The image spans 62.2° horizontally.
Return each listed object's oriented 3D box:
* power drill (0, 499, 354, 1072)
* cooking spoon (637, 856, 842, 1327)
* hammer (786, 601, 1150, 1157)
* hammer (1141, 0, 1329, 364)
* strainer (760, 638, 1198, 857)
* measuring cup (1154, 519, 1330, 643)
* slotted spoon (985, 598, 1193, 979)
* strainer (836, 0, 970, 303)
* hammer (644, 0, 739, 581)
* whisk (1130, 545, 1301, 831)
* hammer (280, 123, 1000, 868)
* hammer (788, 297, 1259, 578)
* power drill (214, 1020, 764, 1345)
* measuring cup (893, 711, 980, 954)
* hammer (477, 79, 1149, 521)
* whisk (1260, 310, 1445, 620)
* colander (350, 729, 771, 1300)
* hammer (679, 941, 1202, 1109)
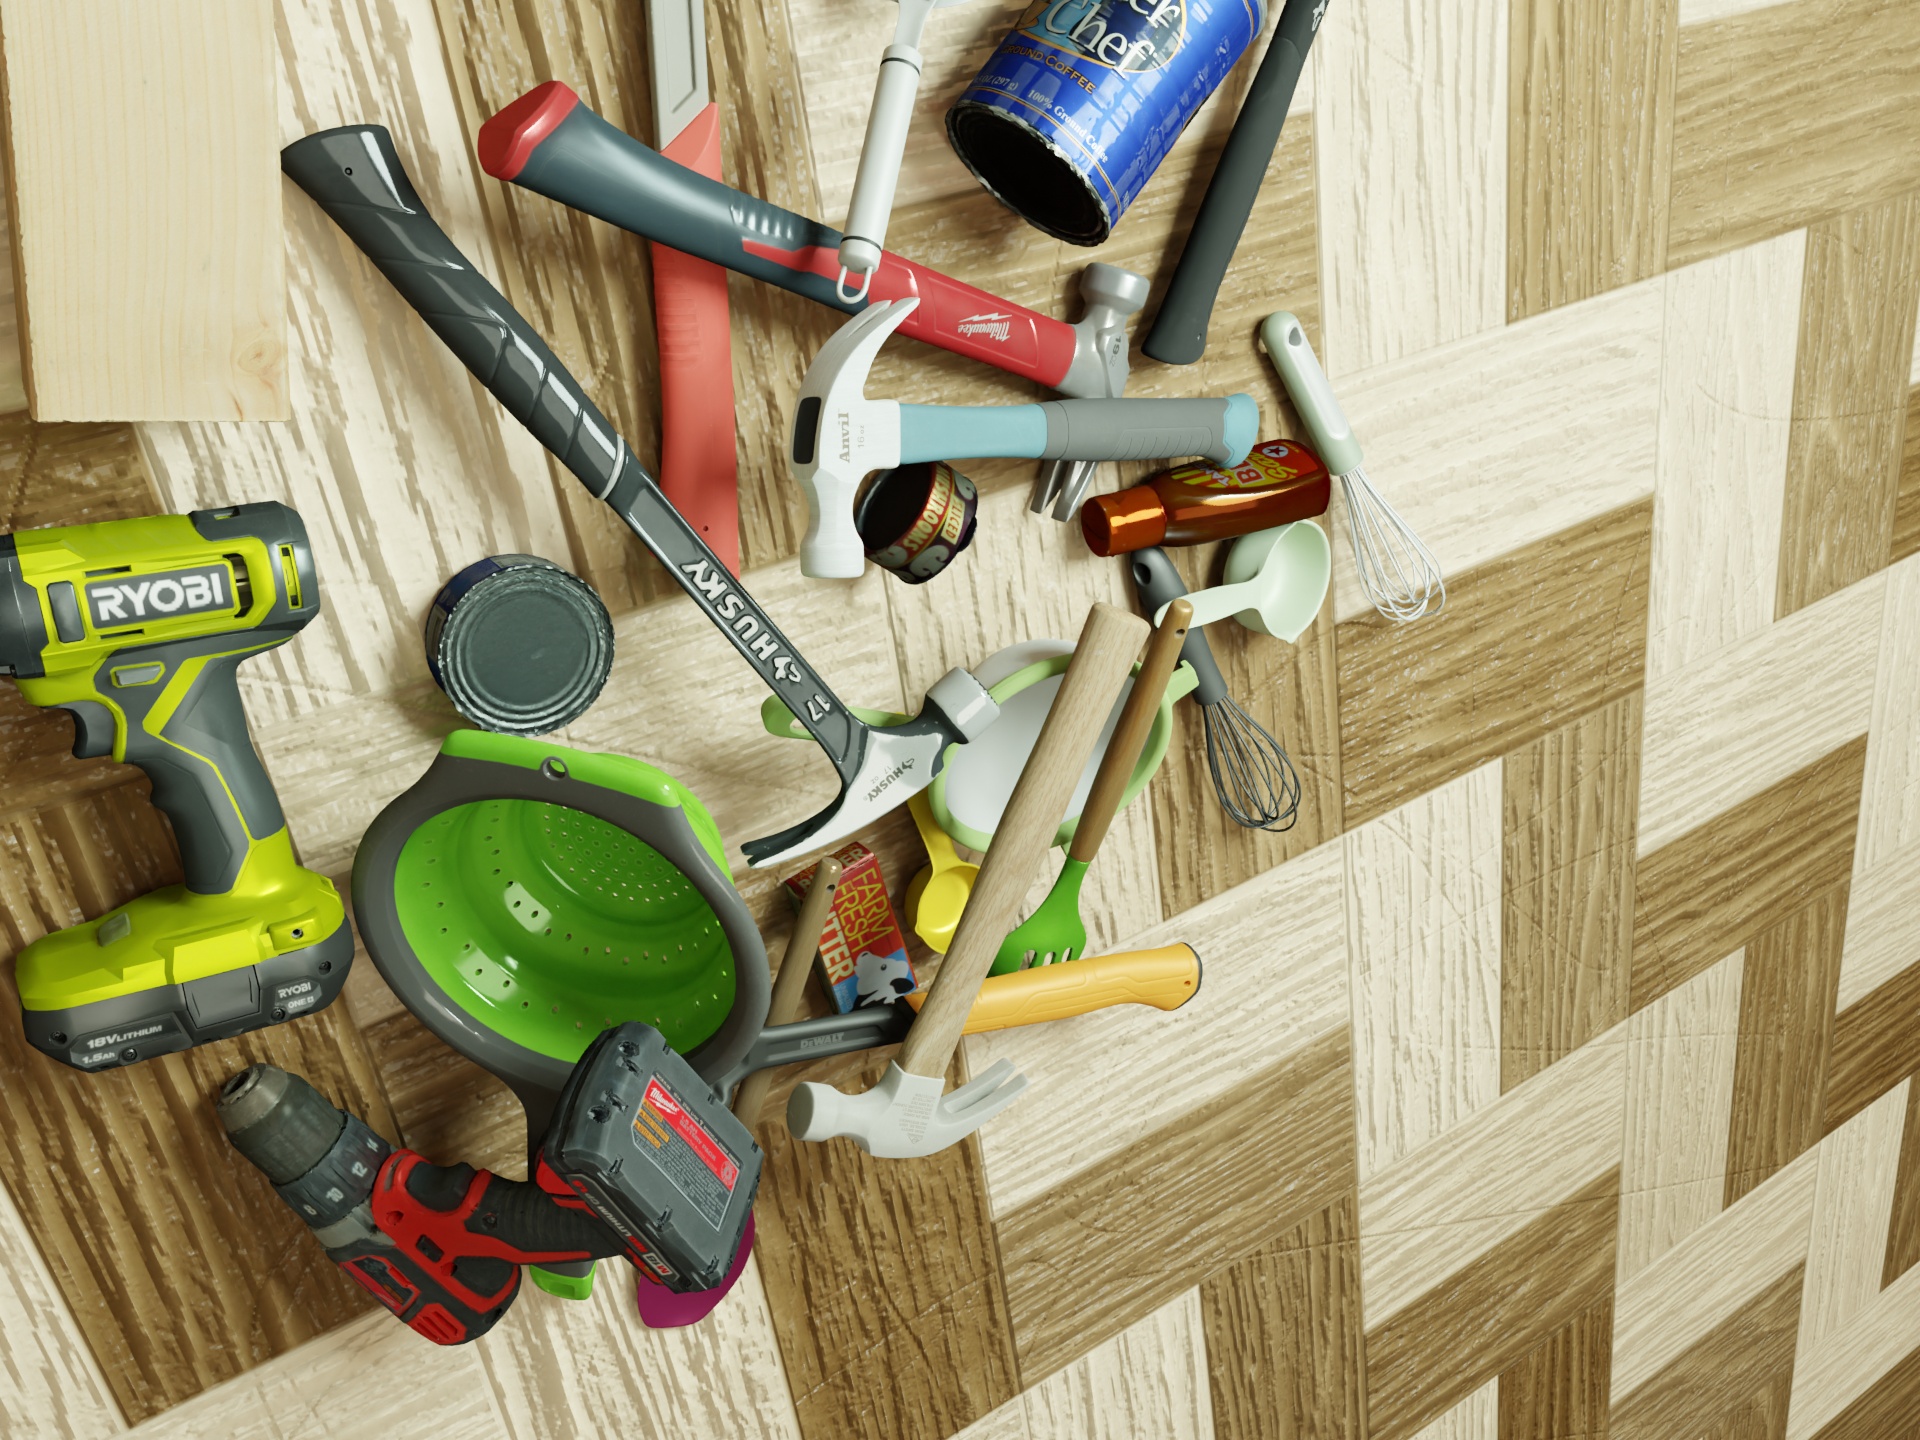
[{"bbox_3d":[-0.356,0.027,0.682,0.171,0.080,0.223,-13,111,-29],"label":"power drill"},{"bbox_3d":[-0.123,0.223,0.925,0.068,0.017,0.319,9,108,-34],"label":"cooking spoon"},{"bbox_3d":[0.024,0.093,0.869,0.130,0.031,0.331,17,102,-33],"label":"hammer"},{"bbox_3d":[0.175,-0.359,0.882,0.146,0.035,0.334,-1,116,-61],"label":"hammer"},{"bbox_3d":[-0.001,-0.003,0.899,0.256,0.069,0.151,9,126,-32],"label":"strainer"},{"bbox_3d":[0.165,-0.082,0.984,0.167,0.038,0.083,-18,116,-38],"label":"measuring cup"},{"bbox_3d":[0.077,0.060,0.930,0.070,0.031,0.313,-1,129,-25],"label":"slotted spoon"},{"bbox_3d":[-0.025,-0.311,0.735,0.087,0.050,0.258,10,79,7],"label":"strainer"},{"bbox_3d":[-0.121,-0.241,0.756,0.149,0.037,0.359,-12,113,-29],"label":"hammer"},{"bbox_3d":[0.162,-0.017,1.019,0.055,0.055,0.238,-39,121,-15],"label":"whisk"},{"bbox_3d":[-0.154,-0.099,0.742,0.149,0.036,0.408,-42,113,-4],"label":"hammer"},{"bbox_3d":[0.048,-0.150,0.831,0.331,0.033,0.128,-11,104,-43],"label":"hammer"},{"bbox_3d":[-0.232,0.217,0.770,0.226,0.080,0.187,-21,119,25],"label":"power drill"},{"bbox_3d":[-0.021,0.066,0.949,0.062,0.029,0.156,-24,107,-24],"label":"measuring cup"},{"bbox_3d":[-0.055,-0.200,0.775,0.386,0.038,0.143,8,103,-44],"label":"hammer"},{"bbox_3d":[0.252,-0.159,1.023,0.058,0.059,0.246,-50,122,-23],"label":"whisk"},{"bbox_3d":[-0.192,0.149,0.823,0.204,0.095,0.396,13,125,4],"label":"colander"},{"bbox_3d":[-0.003,0.163,0.928,0.336,0.034,0.127,-5,116,-26],"label":"hammer"}]
